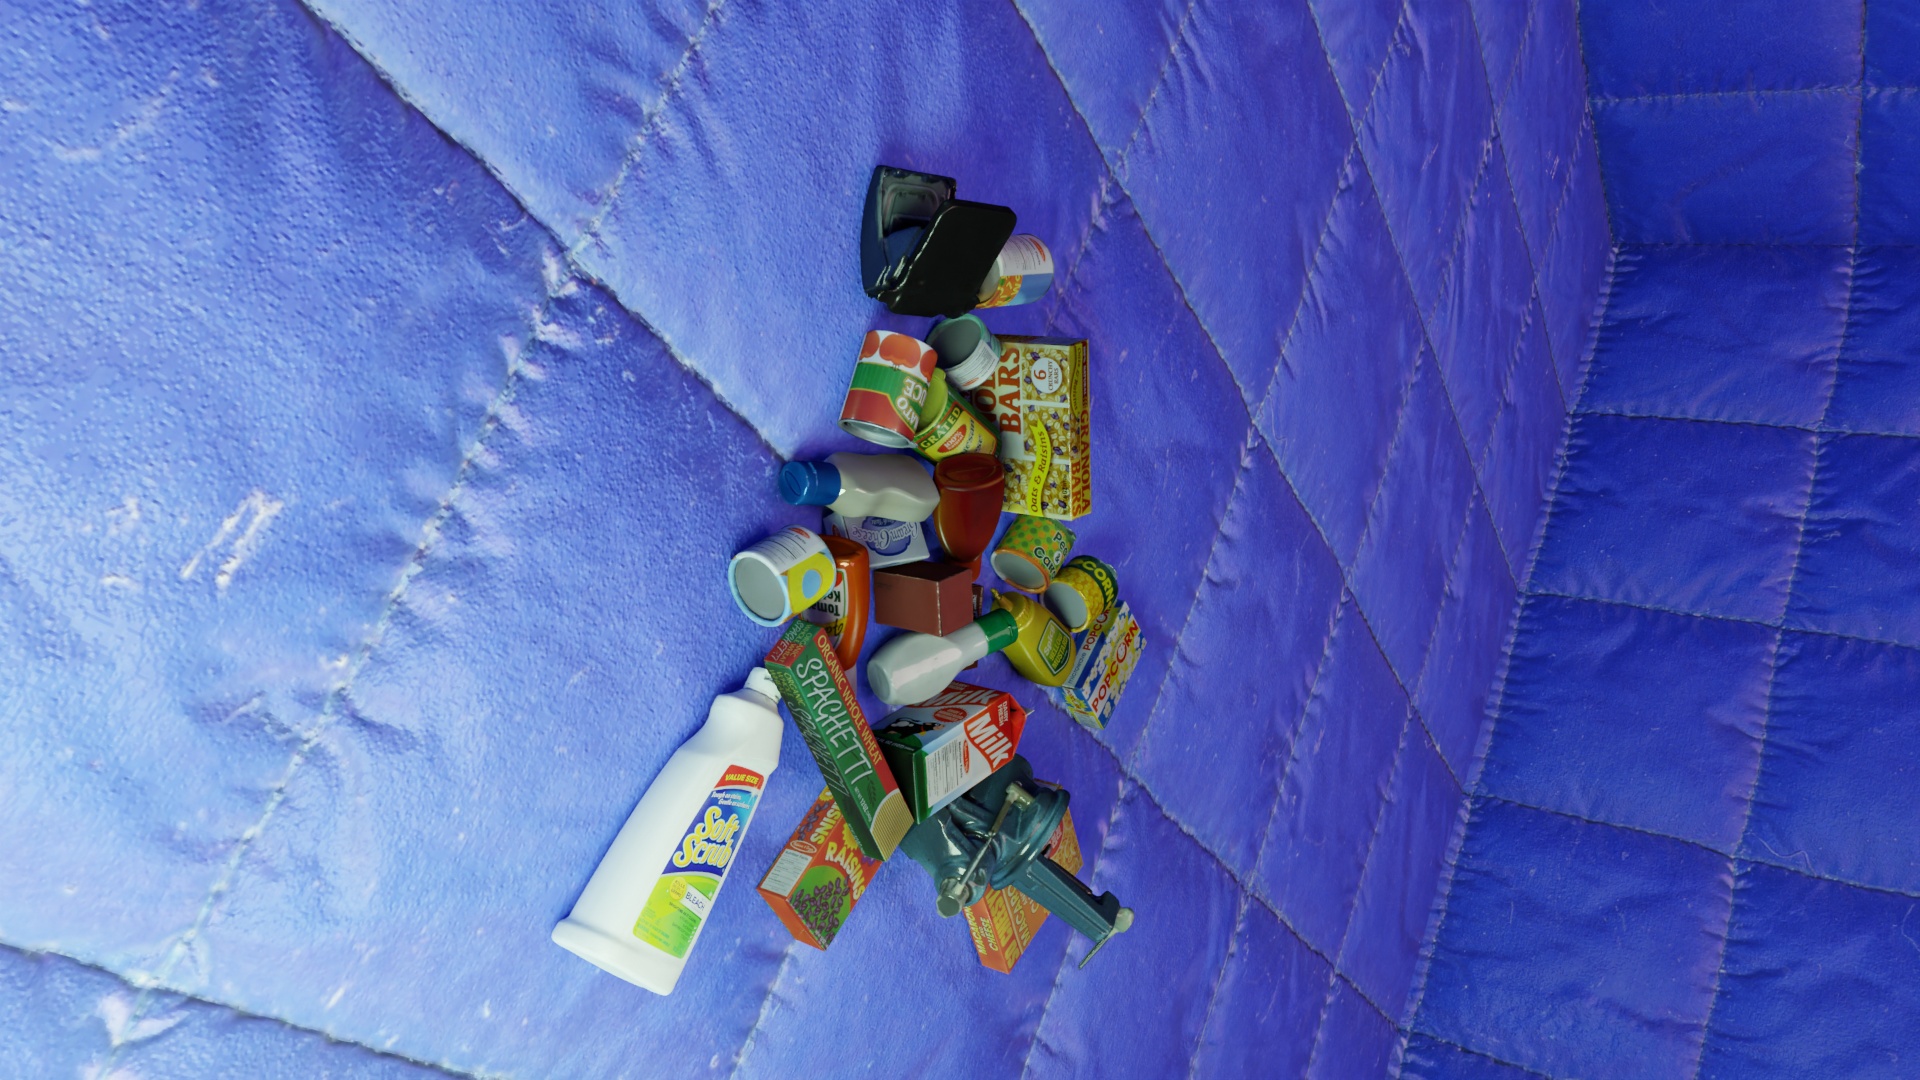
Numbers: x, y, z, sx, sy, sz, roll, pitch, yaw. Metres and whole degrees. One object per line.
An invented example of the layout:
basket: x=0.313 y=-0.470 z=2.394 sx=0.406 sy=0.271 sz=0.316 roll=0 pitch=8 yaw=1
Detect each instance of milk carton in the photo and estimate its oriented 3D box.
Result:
milk carton: x=-0.011 y=0.189 z=1.316 sx=0.191 sy=0.072 sz=0.073 roll=-25 pitch=117 yaw=-49

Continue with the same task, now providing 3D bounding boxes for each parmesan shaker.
parmesan shaker: x=-0.012 y=-0.103 z=1.251 sx=0.103 sy=0.071 sz=0.071 roll=36 pitch=68 yaw=-51

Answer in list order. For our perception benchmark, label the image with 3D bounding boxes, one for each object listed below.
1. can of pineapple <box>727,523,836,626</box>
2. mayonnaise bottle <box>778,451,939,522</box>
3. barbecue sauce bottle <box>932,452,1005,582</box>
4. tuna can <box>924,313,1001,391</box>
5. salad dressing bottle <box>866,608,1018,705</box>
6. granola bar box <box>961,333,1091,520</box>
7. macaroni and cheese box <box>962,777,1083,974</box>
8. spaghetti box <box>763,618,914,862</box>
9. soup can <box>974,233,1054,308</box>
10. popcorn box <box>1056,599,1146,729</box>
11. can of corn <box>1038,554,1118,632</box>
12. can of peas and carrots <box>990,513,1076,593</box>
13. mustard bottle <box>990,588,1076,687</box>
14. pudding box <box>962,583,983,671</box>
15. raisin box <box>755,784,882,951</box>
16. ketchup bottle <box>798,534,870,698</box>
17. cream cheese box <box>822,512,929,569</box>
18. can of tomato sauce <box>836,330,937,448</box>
can of pineapple: x=-0.142 y=0.030 z=1.103 sx=0.058 sy=0.071 sz=0.070 roll=-33 pitch=123 yaw=-46
mayonnaise bottle: x=-0.086 y=-0.046 z=1.170 sx=0.148 sy=0.065 sz=0.041 roll=0 pitch=136 yaw=-48
barbecue sauce bottle: x=0.005 y=-0.016 z=1.274 sx=0.147 sy=0.065 sz=0.044 roll=94 pitch=-17 yaw=-51
tuna can: x=0.000 y=-0.172 z=1.260 sx=0.032 sy=0.071 sz=0.071 roll=45 pitch=62 yaw=-48
salad dressing bottle: x=-0.014 y=0.104 z=1.280 sx=0.148 sy=0.044 sz=0.064 roll=-21 pitch=104 yaw=-31
granola bar box: x=0.060 y=-0.108 z=1.304 sx=0.039 sy=0.124 sz=0.165 roll=-22 pitch=115 yaw=-50
macaroni and cheese box: x=0.065 y=0.357 z=1.487 sx=0.167 sy=0.040 sz=0.123 roll=-46 pitch=132 yaw=-40
spaghetti box: x=-0.097 y=0.171 z=1.153 sx=0.050 sy=0.028 sz=0.248 roll=-53 pitch=138 yaw=-36
soup can: x=0.036 y=-0.249 z=1.293 sx=0.084 sy=0.071 sz=0.071 roll=-18 pitch=112 yaw=-51
popcorn box: x=0.159 y=0.138 z=1.571 sx=0.127 sy=0.038 sz=0.085 roll=-60 pitch=139 yaw=-27
can of corn: x=0.127 y=0.056 z=1.481 sx=0.058 sy=0.071 sz=0.071 roll=-36 pitch=126 yaw=-44
can of peas and carrots: x=0.074 y=0.012 z=1.396 sx=0.059 sy=0.071 sz=0.070 roll=-56 pitch=138 yaw=-30
mustard bottle: x=0.068 y=0.093 z=1.424 sx=0.159 sy=0.049 sz=0.065 roll=49 pitch=56 yaw=-47
pudding box: x=-0.006 y=0.083 z=1.335 sx=0.050 sy=0.030 sz=0.083 roll=-4 pitch=100 yaw=-53
raisin box: x=-0.115 y=0.282 z=1.219 sx=0.124 sy=0.040 sz=0.085 roll=-55 pitch=136 yaw=-33
ketchup bottle: x=-0.106 y=0.070 z=1.168 sx=0.044 sy=0.065 sz=0.148 roll=-40 pitch=137 yaw=-53
cream cheese box: x=-0.072 y=-0.003 z=1.214 sx=0.104 sy=0.024 sz=0.053 roll=-9 pitch=81 yaw=-53
can of tomato sauce: x=-0.060 y=-0.128 z=1.179 sx=0.071 sy=0.071 sz=0.083 roll=29 pitch=73 yaw=-53
